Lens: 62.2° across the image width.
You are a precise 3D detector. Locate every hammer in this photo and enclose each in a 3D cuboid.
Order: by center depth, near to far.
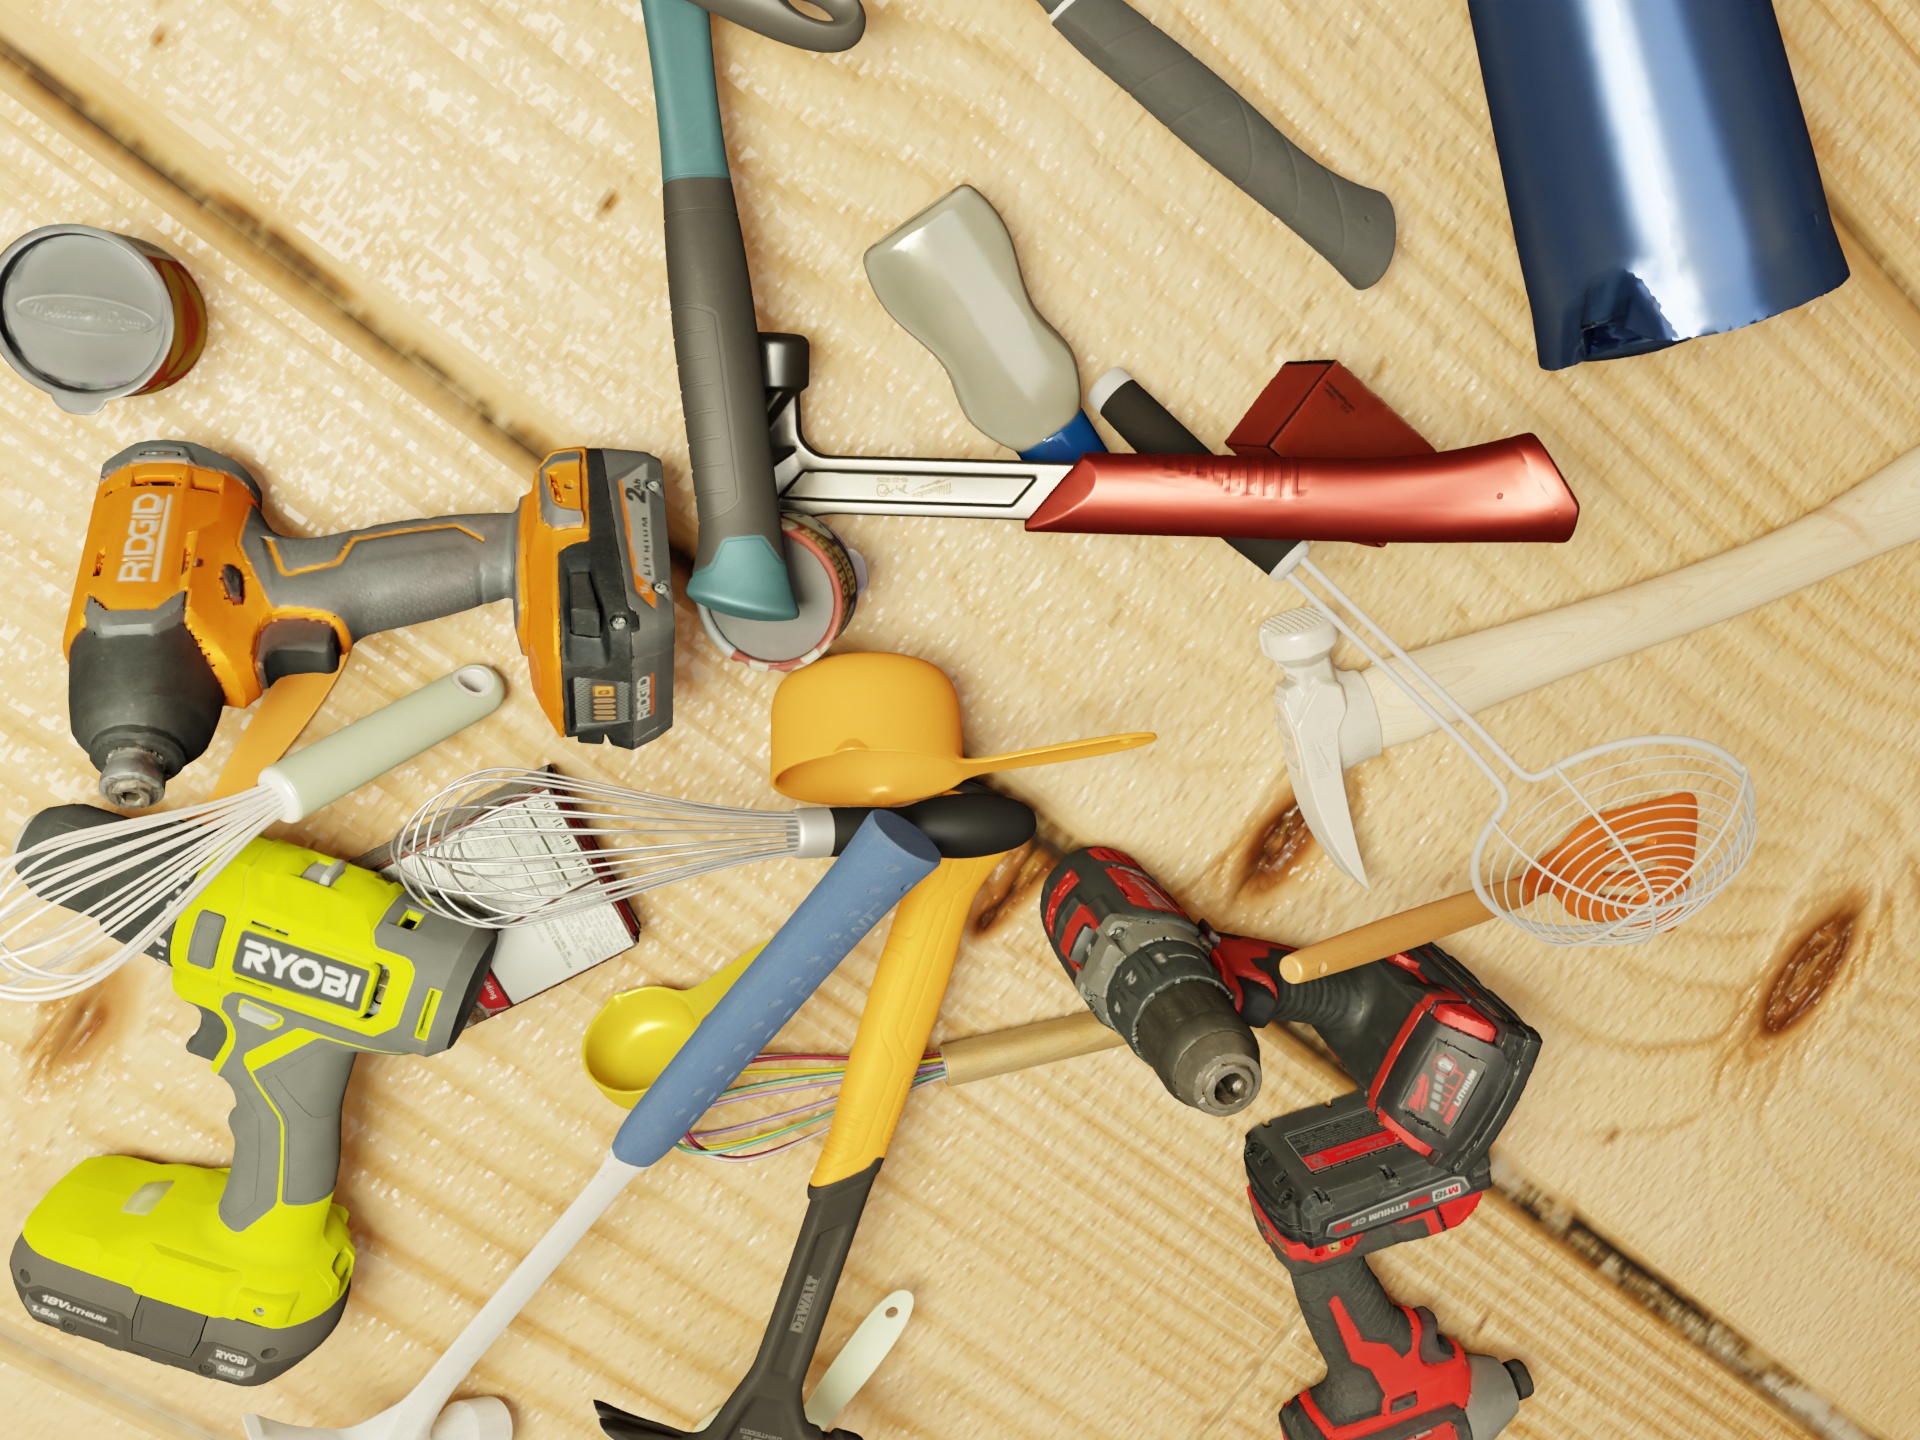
[{"bbox_3d":[-0.106,-0.203,0.643,0.128,0.033,0.331,-7,89,-14],"label":"hammer"},{"bbox_3d":[0.033,-0.312,0.670,0.408,0.036,0.149,31,69,-21],"label":"hammer"},{"bbox_3d":[0.078,-0.089,0.690,0.359,0.037,0.149,3,107,6],"label":"hammer"},{"bbox_3d":[-0.154,0.198,0.699,0.405,0.035,0.144,-50,146,11],"label":"hammer"},{"bbox_3d":[-0.053,0.186,0.742,0.127,0.034,0.337,22,82,-17],"label":"hammer"},{"bbox_3d":[0.357,-0.047,0.819,0.410,0.038,0.146,-20,108,-7],"label":"hammer"}]

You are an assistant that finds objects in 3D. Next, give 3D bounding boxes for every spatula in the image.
[{"bbox_3d":[0.270,0.092,0.787,0.322,0.041,0.081,-8,107,-40],"label":"spatula"}]

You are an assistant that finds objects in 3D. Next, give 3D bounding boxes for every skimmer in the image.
[{"bbox_3d":[0.204,-0.036,0.738,0.363,0.090,0.127,46,122,9],"label":"skimmer"}]

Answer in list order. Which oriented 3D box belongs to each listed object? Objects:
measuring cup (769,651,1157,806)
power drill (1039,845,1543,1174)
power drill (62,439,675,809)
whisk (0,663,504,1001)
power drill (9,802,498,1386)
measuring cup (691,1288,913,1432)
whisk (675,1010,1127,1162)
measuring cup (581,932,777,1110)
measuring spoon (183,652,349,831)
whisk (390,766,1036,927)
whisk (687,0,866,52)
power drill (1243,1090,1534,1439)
[{"bbox_3d":[-0.001,-0.002,0.714,0.173,0.095,0.052,-7,72,5],"label":"measuring cup"},{"bbox_3d":[0.157,0.141,0.745,0.226,0.188,0.080,20,103,-20],"label":"power drill"},{"bbox_3d":[-0.230,-0.038,0.632,0.226,0.164,0.084,-2,141,-13],"label":"power drill"},{"bbox_3d":[-0.276,0.034,0.629,0.058,0.246,0.059,42,133,9],"label":"whisk"},{"bbox_3d":[-0.322,0.153,0.681,0.190,0.080,0.228,20,105,-6],"label":"power drill"},{"bbox_3d":[-0.081,0.352,0.820,0.083,0.038,0.167,38,91,-17],"label":"measuring cup"},{"bbox_3d":[-0.029,0.174,0.786,0.245,0.051,0.047,-10,99,-13],"label":"whisk"},{"bbox_3d":[-0.106,0.133,0.763,0.156,0.062,0.029,-30,139,-17],"label":"measuring cup"},{"bbox_3d":[-0.305,0.005,0.705,0.021,0.011,0.117,35,90,-18],"label":"measuring spoon"},{"bbox_3d":[-0.096,0.049,0.687,0.284,0.070,0.070,-1,104,-24],"label":"whisk"},{"bbox_3d":[-0.174,-0.312,0.589,0.295,0.073,0.073,15,99,-18],"label":"whisk"},{"bbox_3d":[0.235,0.314,0.860,0.143,0.079,0.219,-15,108,-8],"label":"power drill"}]
